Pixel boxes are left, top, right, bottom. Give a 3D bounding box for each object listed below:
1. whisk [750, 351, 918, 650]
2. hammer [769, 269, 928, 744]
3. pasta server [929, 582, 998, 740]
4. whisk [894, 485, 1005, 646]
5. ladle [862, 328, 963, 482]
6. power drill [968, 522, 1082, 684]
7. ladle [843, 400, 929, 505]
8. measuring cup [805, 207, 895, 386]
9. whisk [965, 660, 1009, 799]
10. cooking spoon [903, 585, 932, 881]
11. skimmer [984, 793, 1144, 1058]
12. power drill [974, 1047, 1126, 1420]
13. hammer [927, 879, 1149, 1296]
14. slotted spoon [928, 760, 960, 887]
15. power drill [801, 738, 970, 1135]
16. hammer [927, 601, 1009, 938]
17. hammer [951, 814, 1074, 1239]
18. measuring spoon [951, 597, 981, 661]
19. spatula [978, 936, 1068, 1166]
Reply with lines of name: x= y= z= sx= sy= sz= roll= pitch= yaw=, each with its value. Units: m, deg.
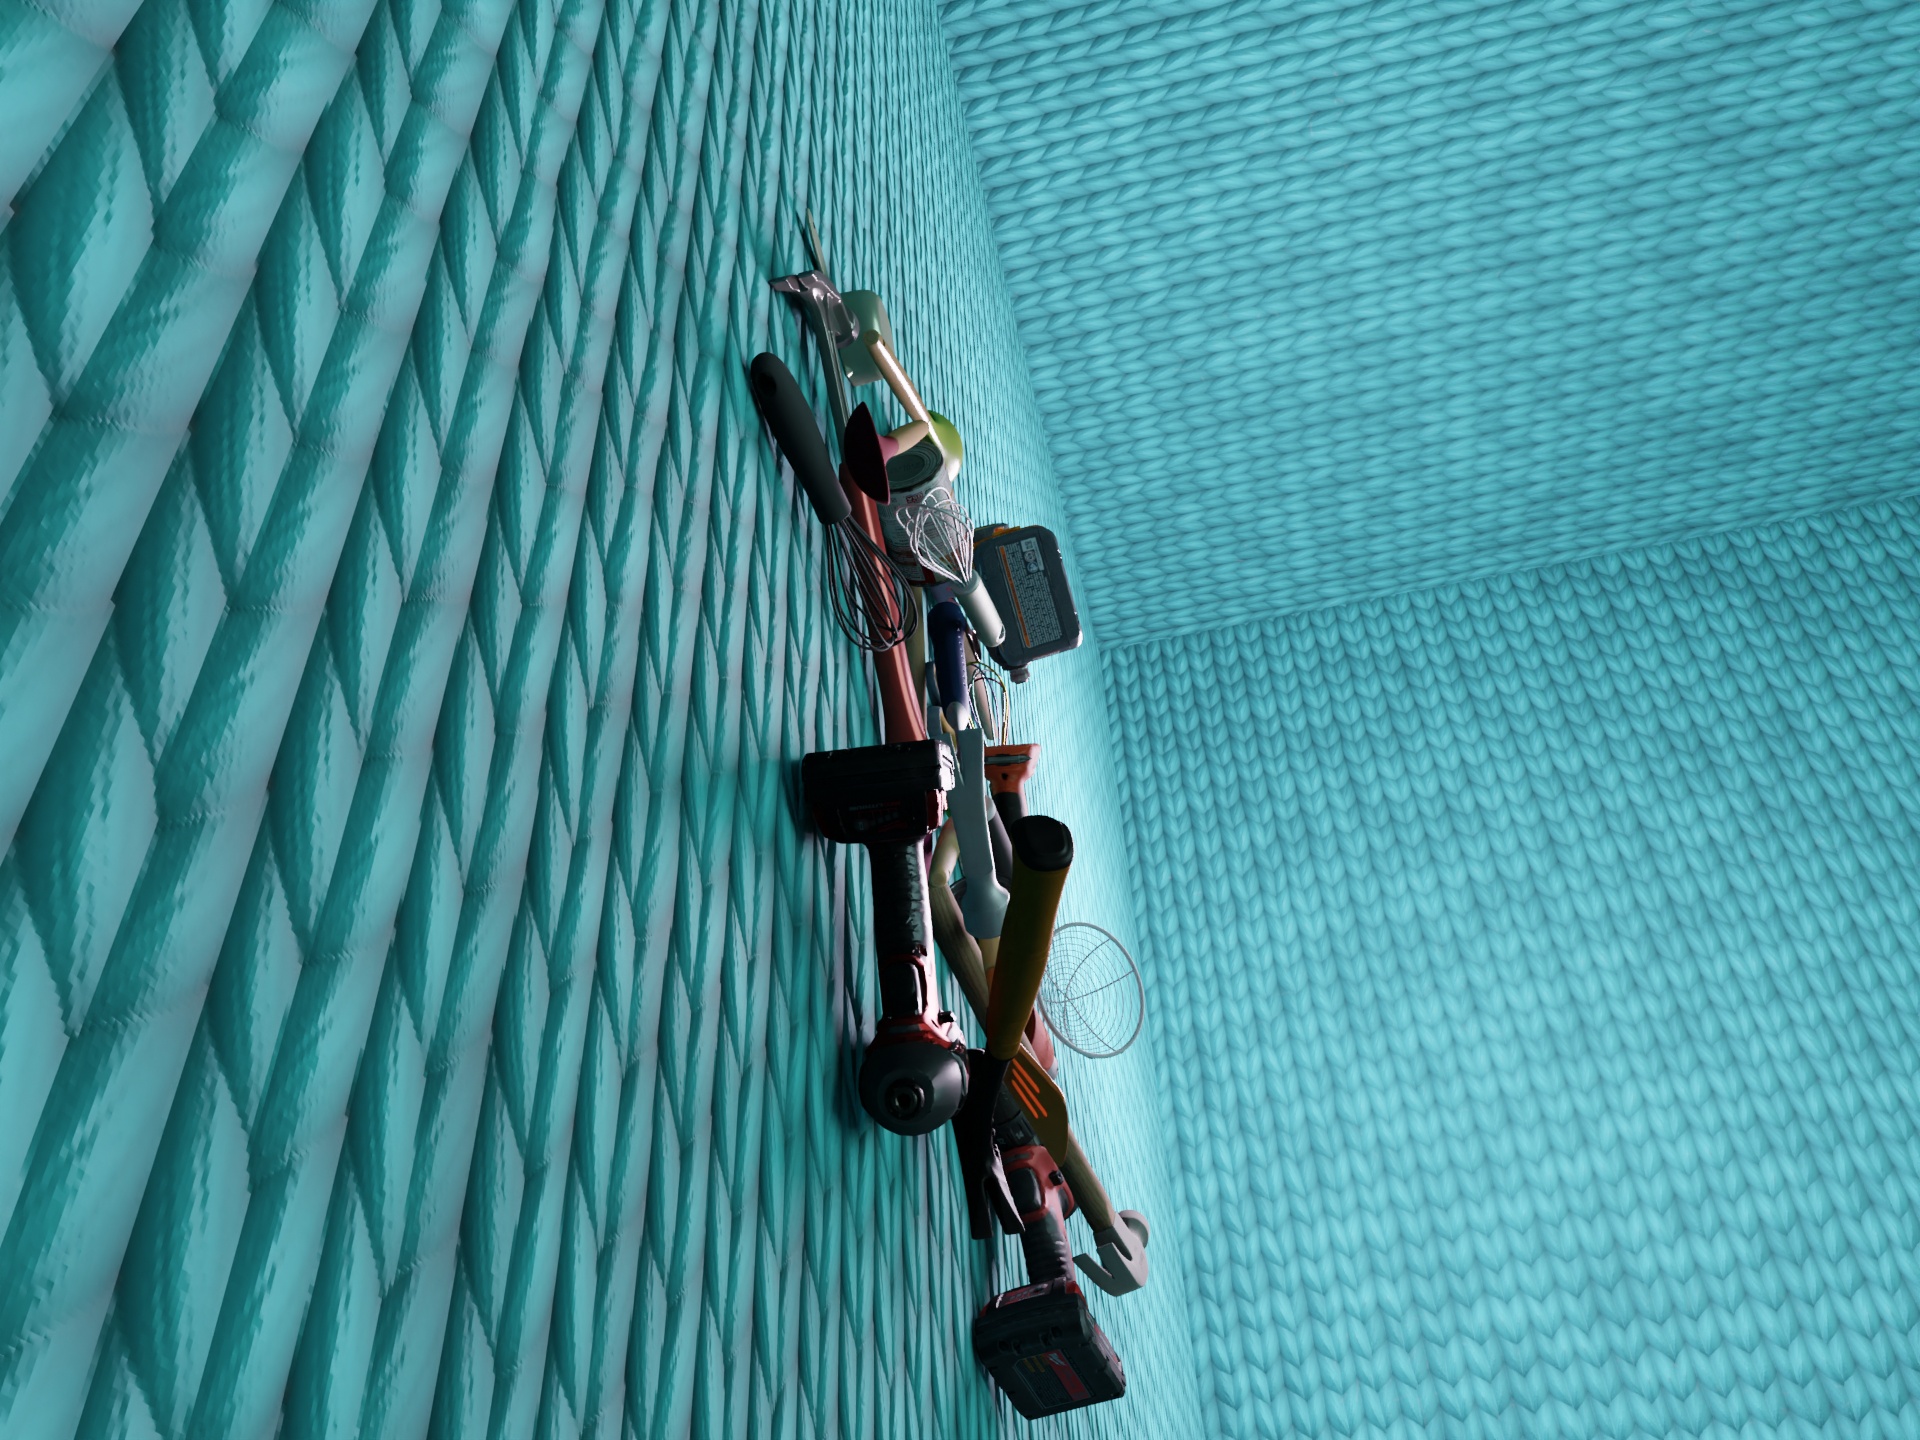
whisk: x=-0.085 y=-0.136 z=1.032 sx=0.055 sy=0.055 sz=0.238 roll=-91 pitch=162 yaw=-49
hammer: x=-0.070 y=-0.136 z=1.139 sx=0.149 sy=0.036 sz=0.359 roll=-21 pitch=100 yaw=-81
pasta server: x=0.008 y=-0.076 z=1.570 sx=0.315 sy=0.040 sz=0.060 roll=70 pitch=2 yaw=-52
whisk: x=0.000 y=-0.115 z=1.277 sx=0.246 sy=0.059 sz=0.058 roll=57 pitch=45 yaw=-65
ladle: x=-0.050 y=-0.260 z=1.327 sx=0.320 sy=0.062 sz=0.078 roll=38 pitch=51 yaw=-77
power drill: x=0.052 y=-0.109 z=1.530 sx=0.226 sy=0.084 sz=0.164 roll=-145 pitch=-141 yaw=-80
ladle: x=-0.047 y=-0.203 z=1.154 sx=0.315 sy=0.031 sz=0.069 roll=-67 pitch=146 yaw=-74
measuring cup: x=-0.086 y=-0.341 z=1.268 sx=0.167 sy=0.038 sz=0.083 roll=72 pitch=11 yaw=-53
whisk: x=0.038 y=0.047 z=1.604 sx=0.051 sy=0.047 sz=0.244 roll=-89 pitch=169 yaw=-58
cooking spoon: x=-0.035 y=-0.012 z=1.272 sx=0.068 sy=0.017 sz=0.319 roll=68 pitch=15 yaw=-53
skimmer: x=0.087 y=0.173 z=1.372 sx=0.362 sy=0.090 sz=0.127 roll=68 pitch=31 yaw=-50
power drill: x=0.050 y=0.371 z=1.177 sx=0.227 sy=0.080 sz=0.187 roll=-96 pitch=164 yaw=-51
hammer: x=0.051 y=0.266 z=1.155 sx=0.331 sy=0.031 sz=0.130 roll=62 pitch=11 yaw=-2
slotted spoon: x=-0.006 y=0.085 z=1.247 sx=0.314 sy=0.031 sz=0.070 roll=-67 pitch=150 yaw=-81
power drill: x=-0.035 y=0.124 z=0.910 sx=0.143 sy=0.078 sz=0.220 roll=28 pitch=55 yaw=-86
hammer: x=-0.002 y=-0.004 z=1.213 sx=0.406 sy=0.035 sz=0.144 roll=-98 pitch=178 yaw=-64
hammer: x=0.028 y=0.176 z=0.928 sx=0.336 sy=0.034 sz=0.127 roll=98 pitch=-16 yaw=-48
measuring spoon: x=-0.006 y=-0.101 z=1.606 sx=0.124 sy=0.018 sz=0.034 roll=59 pitch=22 yaw=-49
spatula: x=0.031 y=0.159 z=1.126 sx=0.323 sy=0.041 sz=0.081 roll=-99 pitch=-174 yaw=-46
